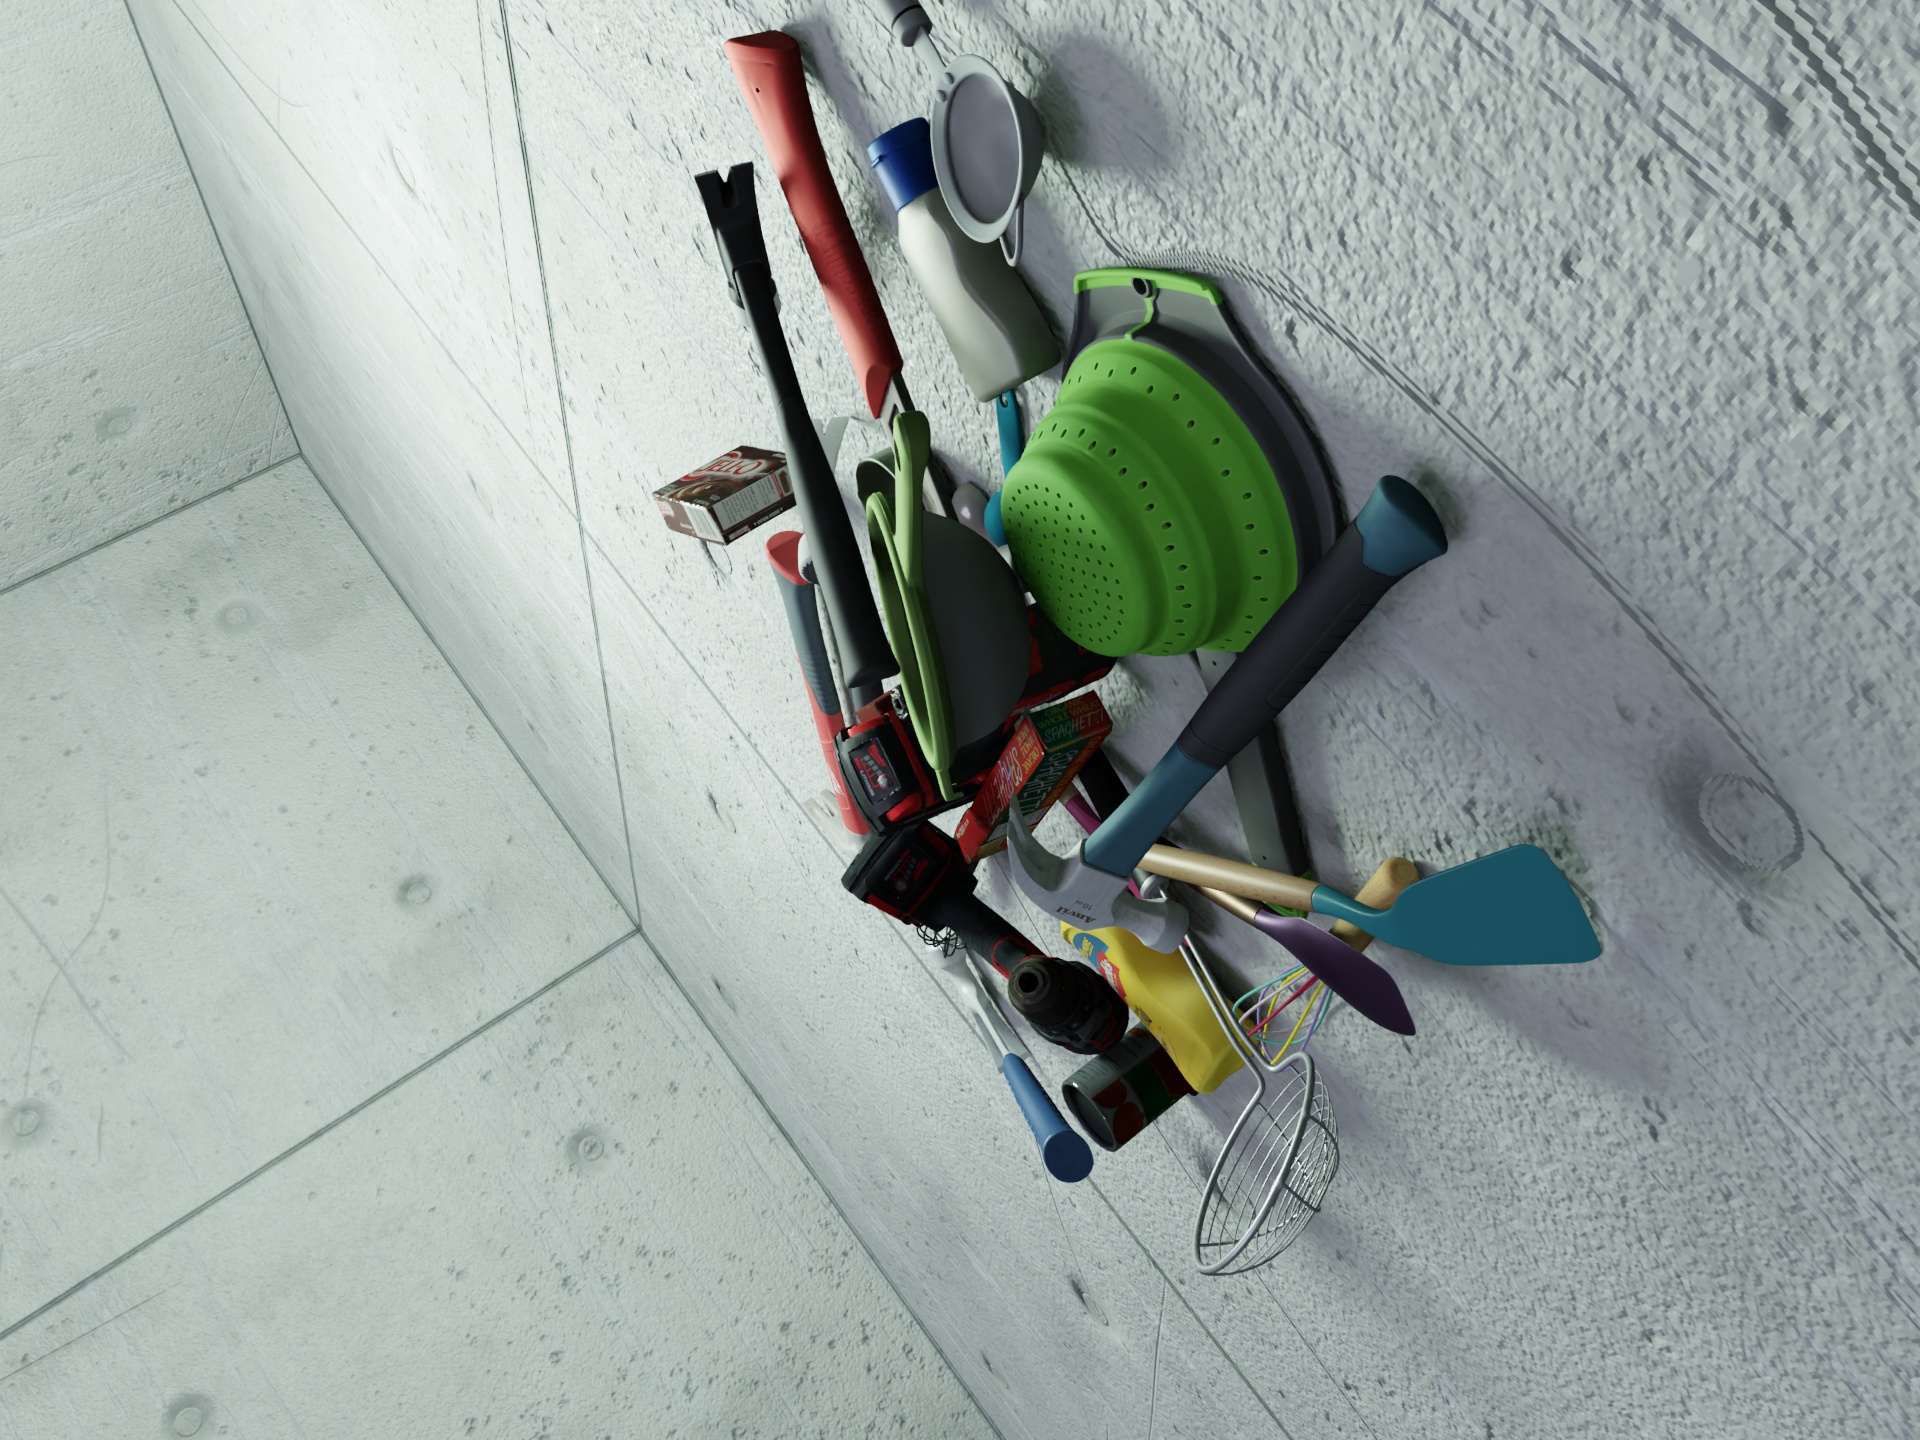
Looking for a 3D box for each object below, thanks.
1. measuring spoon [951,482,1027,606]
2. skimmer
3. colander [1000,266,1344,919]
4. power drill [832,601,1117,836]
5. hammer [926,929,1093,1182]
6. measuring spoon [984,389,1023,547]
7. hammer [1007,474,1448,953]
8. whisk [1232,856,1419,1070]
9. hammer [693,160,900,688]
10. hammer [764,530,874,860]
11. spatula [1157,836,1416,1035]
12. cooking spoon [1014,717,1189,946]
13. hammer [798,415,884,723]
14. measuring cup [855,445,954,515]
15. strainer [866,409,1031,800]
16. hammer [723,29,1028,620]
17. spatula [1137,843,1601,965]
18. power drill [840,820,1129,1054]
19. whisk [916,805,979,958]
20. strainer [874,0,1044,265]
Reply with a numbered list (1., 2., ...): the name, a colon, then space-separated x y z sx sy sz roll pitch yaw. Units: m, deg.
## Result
1. measuring spoon: 0.022 -0.096 1.039 0.034 0.018 0.124 15 133 59
2. skimmer: 0.116 0.145 0.935 0.127 0.090 0.364 -63 38 37
3. colander: 0.111 -0.032 0.838 0.205 0.094 0.396 26 142 53
4. power drill: -0.002 -0.003 1.021 0.078 0.143 0.219 64 154 11
5. hammer: 0.047 0.291 1.333 0.144 0.035 0.406 60 175 -12
6. measuring spoon: 0.024 -0.150 0.958 0.042 0.021 0.128 42 153 34
7. hammer: 0.128 0.007 0.783 0.128 0.033 0.331 21 135 -14
8. whisk: 0.213 0.141 0.933 0.051 0.047 0.244 38 149 15
9. hammer: -0.093 -0.166 0.913 0.146 0.035 0.335 84 169 -66
10. hammer: -0.129 -0.016 1.435 0.143 0.038 0.385 40 152 40
11. spatula: 0.168 0.110 0.945 0.059 0.018 0.316 63 167 -24
12. cooking spoon: 0.063 0.037 1.116 0.319 0.017 0.068 52 -179 22
13. hammer: -0.080 -0.061 1.224 0.408 0.036 0.149 84 -178 -59
14. measuring cup: -0.022 -0.113 1.087 0.083 0.038 0.167 31 148 48
15. strainer: 0.000 -0.076 0.798 0.256 0.069 0.152 92 163 -64
16. hammer: -0.063 -0.232 0.962 0.149 0.037 0.359 -7 109 50
17. spatula: 0.181 0.084 0.853 0.318 0.044 0.082 9 143 55
18. power drill: 0.019 0.161 1.186 0.227 0.080 0.187 37 178 26
19. whisk: -0.002 0.138 1.371 0.055 0.055 0.238 48 151 22
20. strainer: -0.018 -0.336 0.781 0.258 0.050 0.087 60 153 9
